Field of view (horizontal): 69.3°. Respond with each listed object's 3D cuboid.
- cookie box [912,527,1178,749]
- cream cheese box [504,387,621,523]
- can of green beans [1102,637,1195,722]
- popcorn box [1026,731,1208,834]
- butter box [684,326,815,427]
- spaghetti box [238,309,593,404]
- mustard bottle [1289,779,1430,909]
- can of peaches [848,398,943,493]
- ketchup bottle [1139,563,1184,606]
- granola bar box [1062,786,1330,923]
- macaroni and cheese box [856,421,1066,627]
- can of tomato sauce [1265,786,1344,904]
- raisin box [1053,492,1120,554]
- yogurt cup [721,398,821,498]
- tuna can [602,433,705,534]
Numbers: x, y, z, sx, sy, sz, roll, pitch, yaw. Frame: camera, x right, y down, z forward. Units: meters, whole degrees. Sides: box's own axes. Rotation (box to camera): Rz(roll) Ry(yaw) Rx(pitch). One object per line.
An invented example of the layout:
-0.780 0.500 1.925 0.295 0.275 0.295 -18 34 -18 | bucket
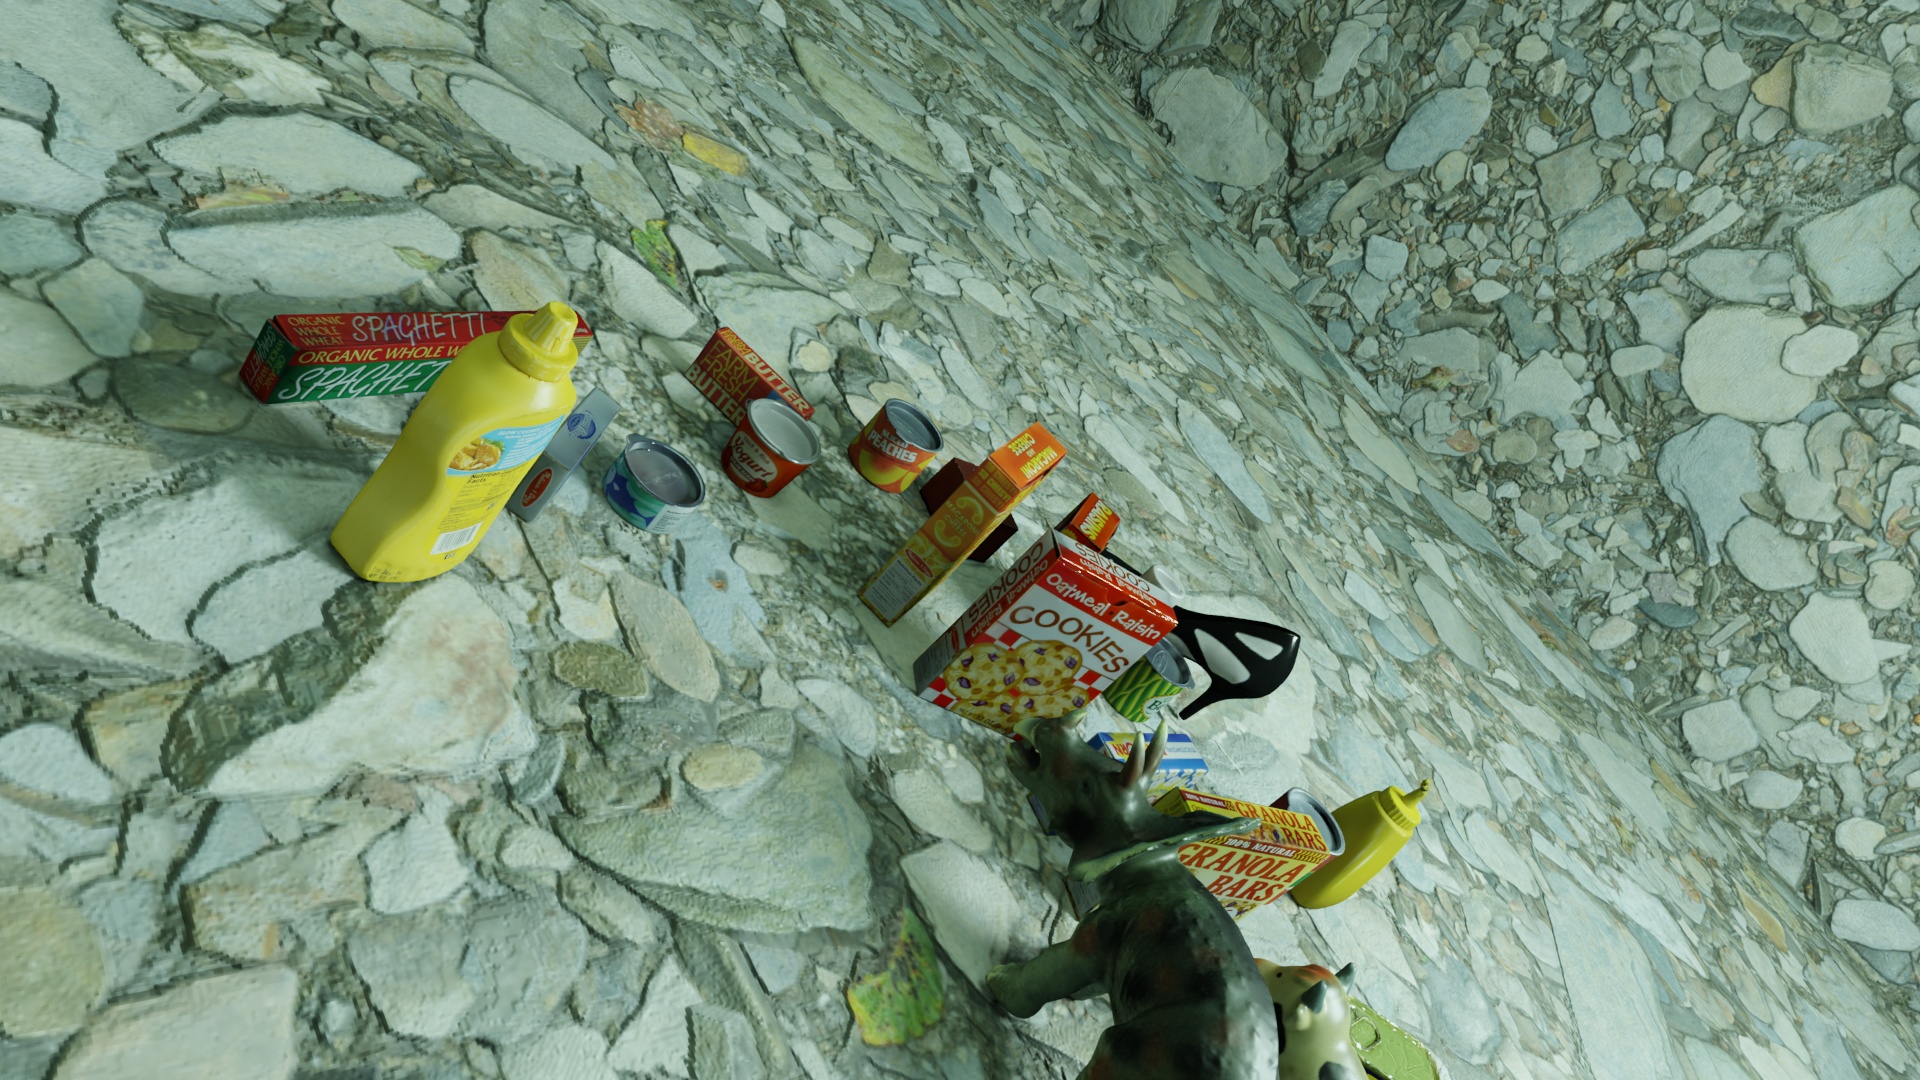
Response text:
0.064 0.079 1.059 0.123 0.166 0.040 28 31 -29 | cookie box
-0.265 -0.058 0.928 0.024 0.053 0.104 37 27 -14 | cream cheese box
0.166 0.123 1.259 0.071 0.057 0.071 33 29 -21 | can of green beans
0.124 0.188 1.077 0.127 0.085 0.038 10 42 -48 | popcorn box
-0.174 -0.122 1.145 0.103 0.053 0.024 44 26 1 | butter box
-0.346 -0.124 0.913 0.029 0.050 0.251 50 27 11 | spaghetti box
0.350 0.258 1.207 0.049 0.159 0.065 20 35 -39 | mustard bottle
-0.059 -0.084 1.243 0.071 0.058 0.071 33 29 -21 | can of peaches
0.124 0.079 1.163 0.064 0.148 0.044 41 27 -6 | ketchup bottle
0.176 0.241 1.031 0.165 0.123 0.039 19 36 -40 | granola bar box
0.004 -0.014 1.111 0.040 0.165 0.124 46 27 3 | macaroni and cheese box
0.271 0.260 1.180 0.071 0.082 0.071 33 29 -21 | can of tomato sauce
0.079 0.022 1.210 0.040 0.123 0.086 44 26 0 | raisin box
-0.153 -0.071 1.100 0.072 0.053 0.073 33 29 -21 | yogurt cup
-0.220 -0.040 0.988 0.071 0.032 0.071 33 29 -21 | tuna can
